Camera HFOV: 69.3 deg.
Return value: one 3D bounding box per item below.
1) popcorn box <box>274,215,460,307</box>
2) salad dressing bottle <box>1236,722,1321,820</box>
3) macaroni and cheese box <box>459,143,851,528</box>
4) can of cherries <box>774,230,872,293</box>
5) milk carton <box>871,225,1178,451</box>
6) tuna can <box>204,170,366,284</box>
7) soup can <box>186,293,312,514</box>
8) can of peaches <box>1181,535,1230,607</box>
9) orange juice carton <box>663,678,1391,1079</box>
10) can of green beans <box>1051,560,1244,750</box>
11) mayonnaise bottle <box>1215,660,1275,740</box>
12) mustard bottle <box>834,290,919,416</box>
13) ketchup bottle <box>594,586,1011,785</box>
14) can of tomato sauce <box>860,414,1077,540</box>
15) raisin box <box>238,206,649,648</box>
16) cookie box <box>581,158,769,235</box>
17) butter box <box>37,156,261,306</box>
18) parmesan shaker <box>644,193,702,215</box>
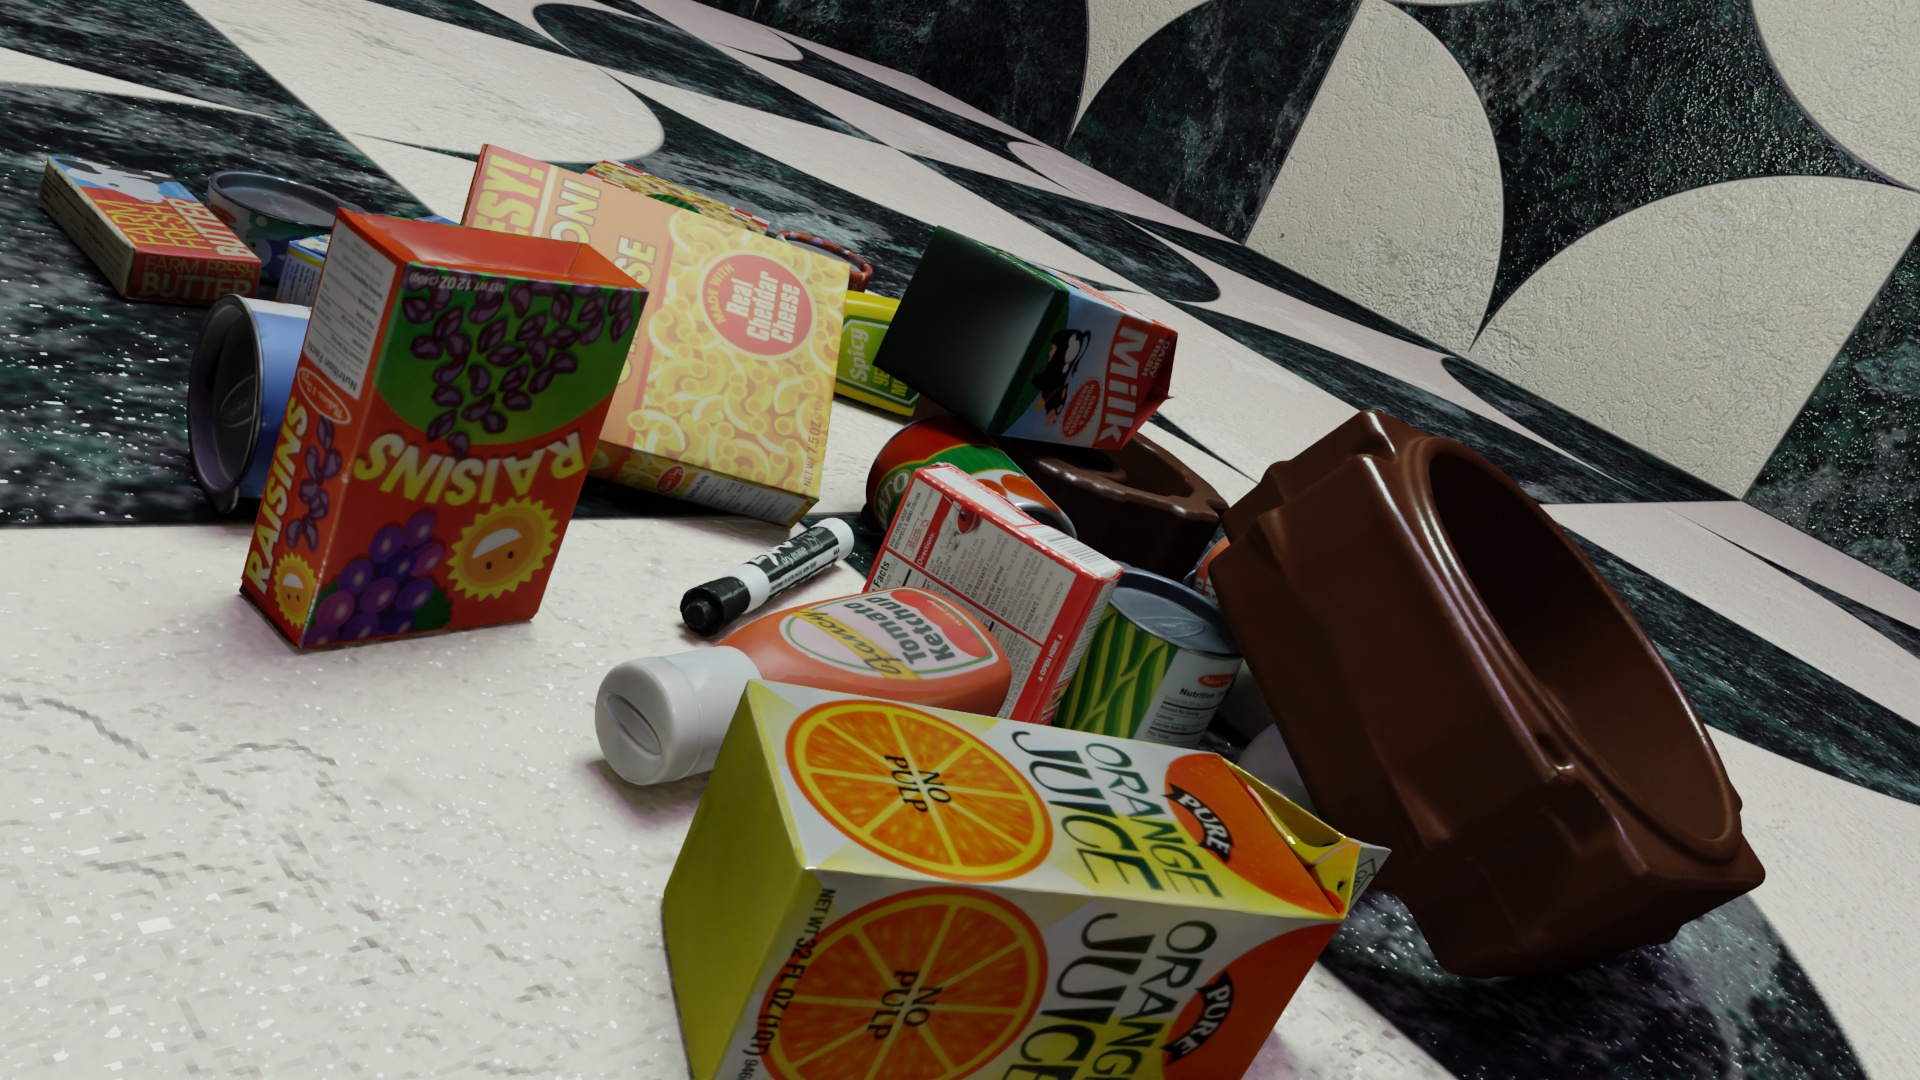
[{"bbox_3d":[-0.243,-0.114,0.650,0.085,0.038,0.127,23,21,1],"label":"popcorn box"},{"bbox_3d":[0.119,0.103,0.503,0.064,0.043,0.148,44,27,19],"label":"salad dressing bottle"},{"bbox_3d":[-0.136,-0.087,0.597,0.166,0.040,0.124,15,63,-22],"label":"macaroni and cheese box"},{"bbox_3d":[-0.096,-0.160,0.896,0.071,0.058,0.072,21,21,-8],"label":"can of cherries"},{"bbox_3d":[0.046,-0.094,0.695,0.072,0.073,0.191,33,15,24],"label":"milk carton"},{"bbox_3d":[-0.318,-0.146,0.655,0.071,0.032,0.071,21,21,-8],"label":"tuna can"},{"bbox_3d":[-0.210,-0.043,0.477,0.084,0.071,0.071,3,29,-46],"label":"soup can"},{"bbox_3d":[0.152,0.034,0.678,0.071,0.071,0.058,9,25,-35],"label":"can of peaches"},{"bbox_3d":[0.027,0.099,0.370,0.193,0.071,0.073,13,23,-27],"label":"orange juice carton"},{"bbox_3d":[0.074,0.052,0.556,0.071,0.057,0.071,21,21,-8],"label":"can of green beans"},{"bbox_3d":[0.150,0.070,0.619,0.148,0.041,0.065,21,25,-9],"label":"mayonnaise bottle"},{"bbox_3d":[-0.071,-0.117,0.816,0.160,0.065,0.049,13,17,-12],"label":"mustard bottle"},{"bbox_3d":[-0.049,0.048,0.454,0.065,0.043,0.149,36,24,29],"label":"ketchup bottle"},{"bbox_3d":[0.002,-0.008,0.618,0.071,0.071,0.083,9,25,-35],"label":"can of tomato sauce"},{"bbox_3d":[-0.156,-0.032,0.420,0.040,0.123,0.086,35,23,28],"label":"raisin box"},{"bbox_3d":[-0.197,-0.202,0.915,0.123,0.040,0.168,20,21,-10],"label":"cookie box"},{"bbox_3d":[-0.351,-0.133,0.601,0.104,0.024,0.053,36,24,31],"label":"butter box"},{"bbox_3d":[-0.178,-0.156,0.786,0.071,0.071,0.103,20,17,-11],"label":"parmesan shaker"}]
